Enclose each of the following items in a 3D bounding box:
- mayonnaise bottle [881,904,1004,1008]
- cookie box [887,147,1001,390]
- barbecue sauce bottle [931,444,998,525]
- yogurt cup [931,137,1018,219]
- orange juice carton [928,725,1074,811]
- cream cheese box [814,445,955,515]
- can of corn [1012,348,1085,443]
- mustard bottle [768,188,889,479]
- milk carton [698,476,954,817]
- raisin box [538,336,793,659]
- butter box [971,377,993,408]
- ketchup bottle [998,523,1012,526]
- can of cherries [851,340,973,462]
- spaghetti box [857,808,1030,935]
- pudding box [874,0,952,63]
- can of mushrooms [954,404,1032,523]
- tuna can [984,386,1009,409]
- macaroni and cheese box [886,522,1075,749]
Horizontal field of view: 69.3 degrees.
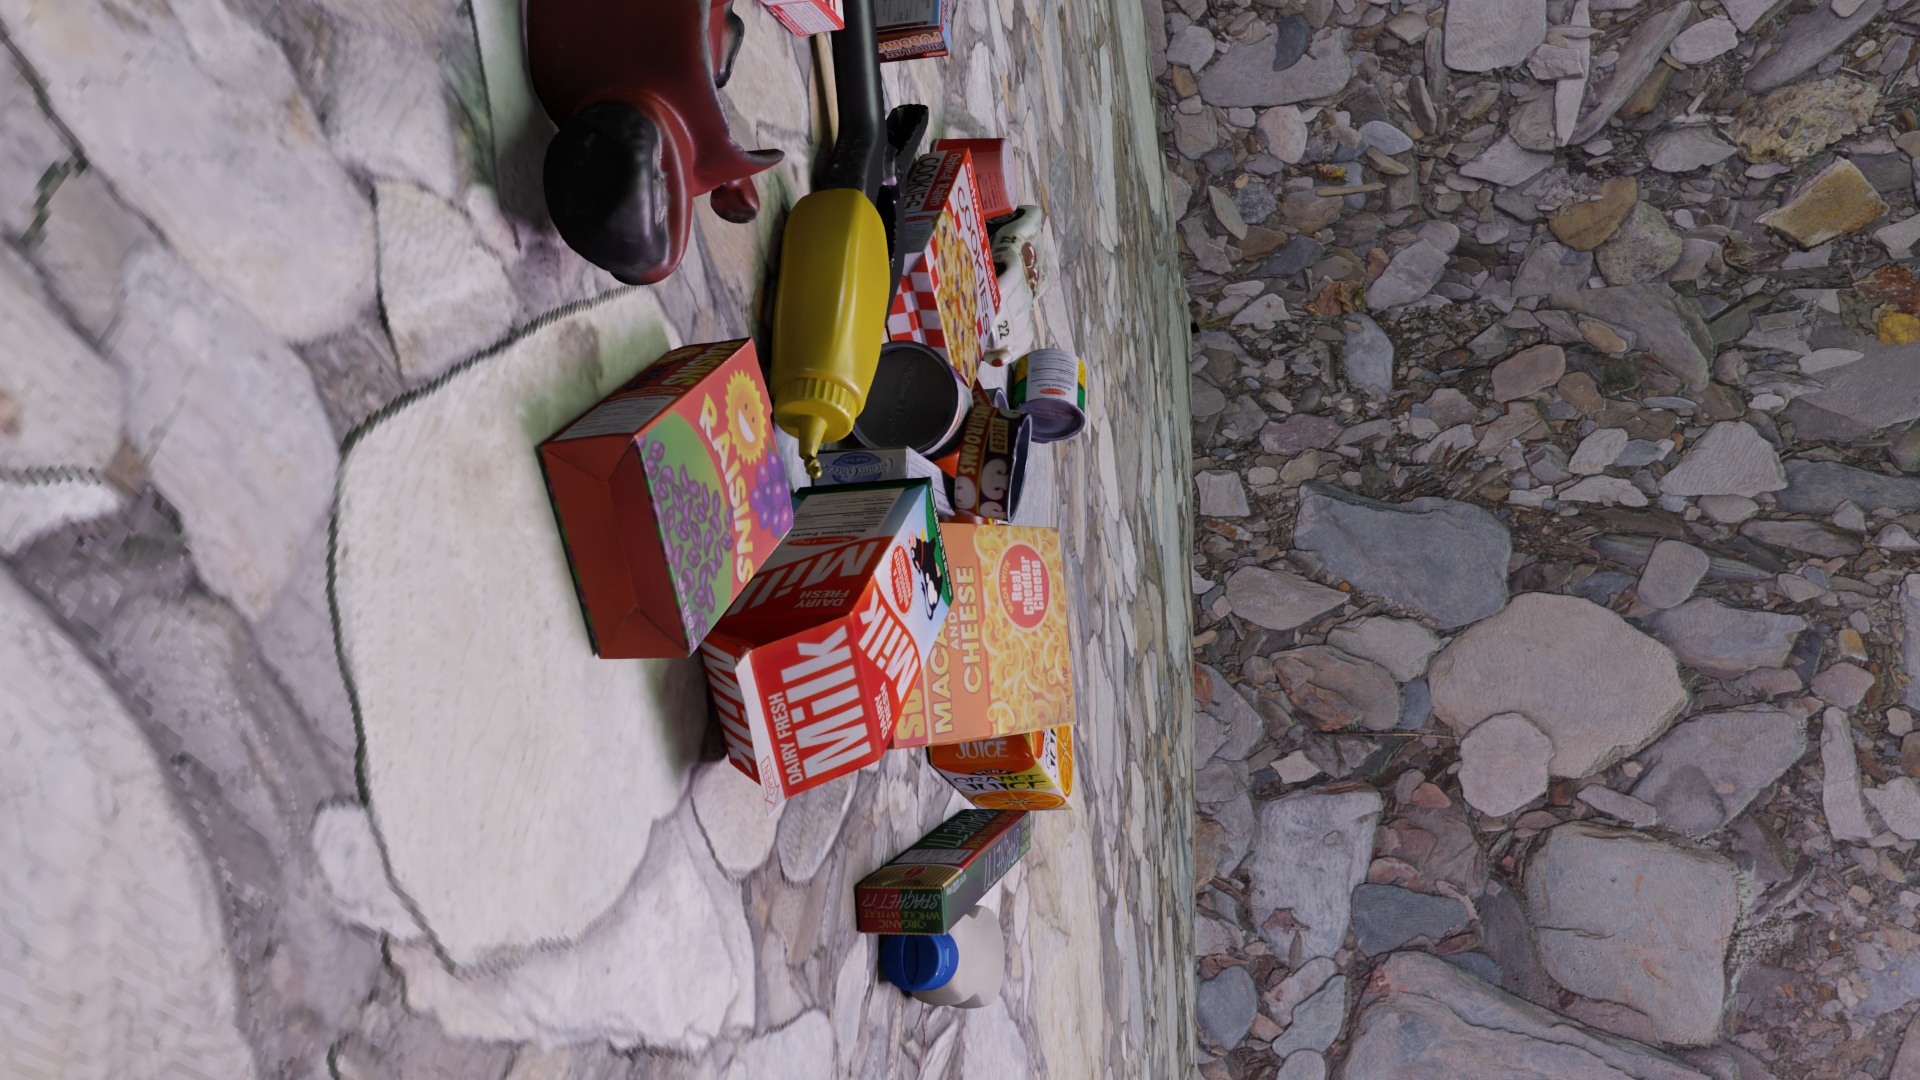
[{"bbox_3d":[-0.009,0.254,0.849,0.148,0.041,0.065,46,41,-67],"label":"mayonnaise bottle"},{"bbox_3d":[-0.014,-0.178,0.951,0.168,0.040,0.122,-74,156,-51],"label":"cookie box"},{"bbox_3d":[0.003,-0.012,0.964,0.065,0.043,0.147,-83,162,-47],"label":"barbecue sauce bottle"},{"bbox_3d":[0.012,-0.273,1.049,0.072,0.054,0.072,-6,91,-75],"label":"yogurt cup"},{"bbox_3d":[0.028,0.133,0.965,0.192,0.072,0.073,58,30,-62],"label":"orange juice carton"},{"bbox_3d":[-0.040,-0.032,0.775,0.104,0.053,0.024,26,63,-74],"label":"cream cheese box"},{"bbox_3d":[0.080,-0.131,1.262,0.071,0.071,0.058,65,25,-56],"label":"can of corn"},{"bbox_3d":[-0.068,-0.100,0.692,0.065,0.049,0.161,64,26,-56],"label":"mustard bottle"},{"bbox_3d":[-0.062,0.041,0.626,0.191,0.073,0.072,-64,147,-63],"label":"milk carton"},{"bbox_3d":[-0.107,-0.020,0.534,0.124,0.040,0.085,-65,147,-64],"label":"raisin box"},{"bbox_3d":[0.012,-0.083,0.977,0.104,0.024,0.053,-115,-177,-45],"label":"butter box"},{"bbox_3d":[0.042,0.041,1.104,0.148,0.043,0.065,57,32,-64],"label":"ketchup bottle"},{"bbox_3d":[-0.031,-0.080,0.799,0.058,0.071,0.071,4,82,-80],"label":"can of cherries"},{"bbox_3d":[-0.002,0.202,0.868,0.250,0.050,0.028,5,83,-76],"label":"spaghetti box"},{"bbox_3d":[-0.031,-0.356,0.908,0.030,0.049,0.084,60,30,-64],"label":"pudding box"},{"bbox_3d":[0.020,-0.046,0.809,0.071,0.033,0.071,9,92,-81],"label":"can of mushrooms"},{"bbox_3d":[0.017,-0.082,1.059,0.071,0.033,0.071,-6,91,-76],"label":"tuna can"},{"bbox_3d":[-0.001,0.053,0.800,0.167,0.040,0.124,2,81,-50],"label":"macaroni and cheese box"}]
